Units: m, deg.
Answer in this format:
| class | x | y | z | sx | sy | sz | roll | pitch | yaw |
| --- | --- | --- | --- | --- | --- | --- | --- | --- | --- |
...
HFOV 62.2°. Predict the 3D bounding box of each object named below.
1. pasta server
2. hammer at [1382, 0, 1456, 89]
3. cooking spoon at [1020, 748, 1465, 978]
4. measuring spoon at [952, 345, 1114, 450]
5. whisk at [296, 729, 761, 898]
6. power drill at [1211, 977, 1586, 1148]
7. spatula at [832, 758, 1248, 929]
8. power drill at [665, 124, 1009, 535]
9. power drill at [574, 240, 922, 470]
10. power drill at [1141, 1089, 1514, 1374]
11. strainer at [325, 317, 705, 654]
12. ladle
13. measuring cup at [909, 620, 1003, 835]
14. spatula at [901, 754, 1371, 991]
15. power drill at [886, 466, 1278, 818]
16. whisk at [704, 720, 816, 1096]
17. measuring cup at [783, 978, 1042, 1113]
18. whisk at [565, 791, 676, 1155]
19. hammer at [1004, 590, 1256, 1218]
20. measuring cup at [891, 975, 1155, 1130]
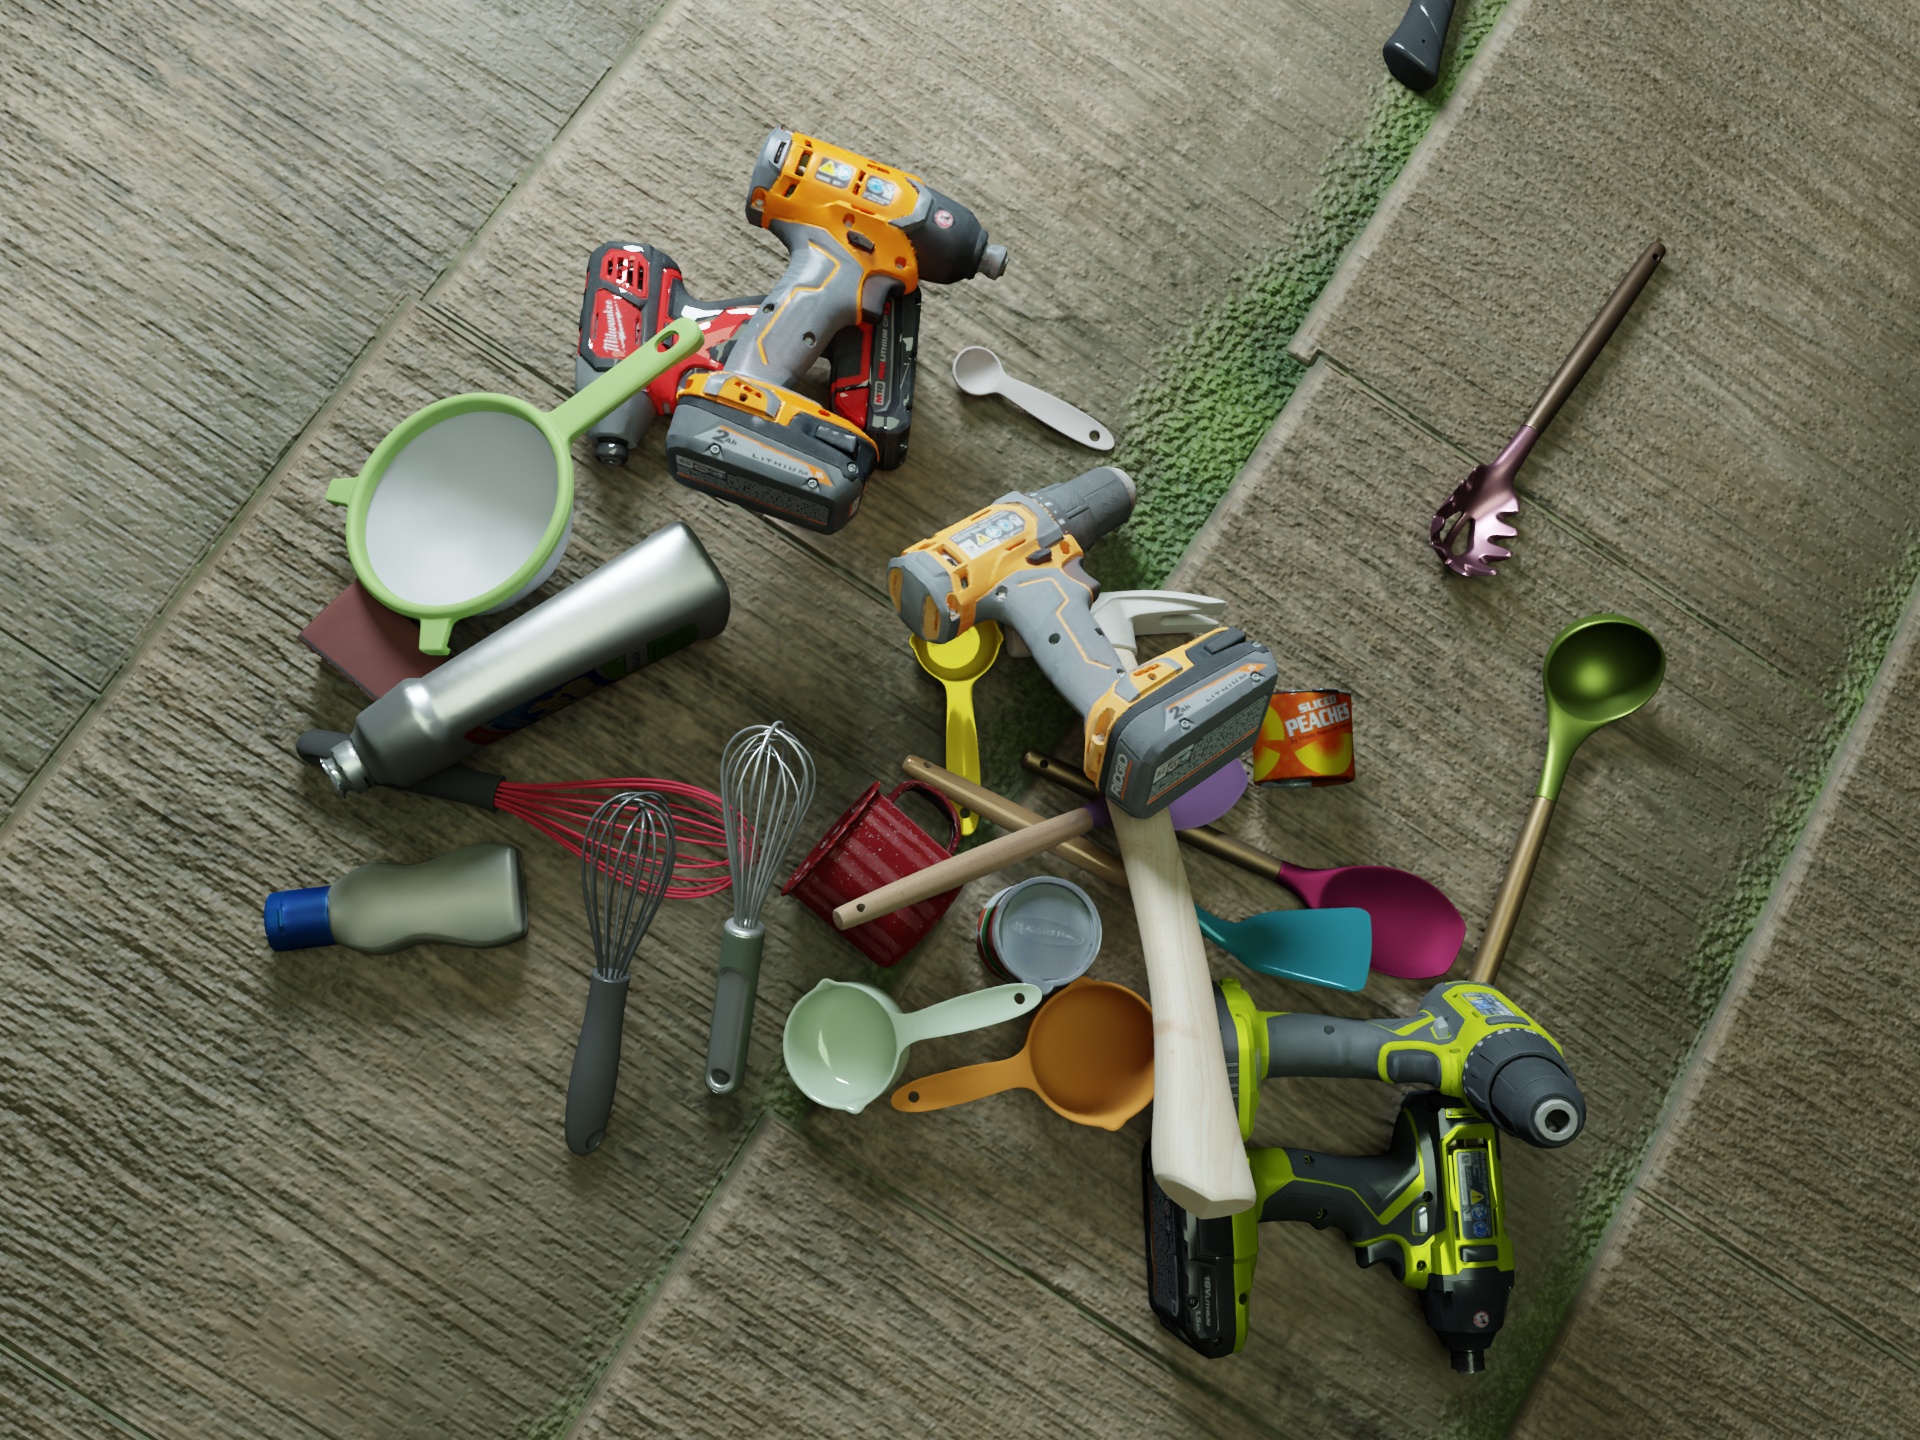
| class | x | y | z | sx | sy | sz | roll | pitch | yaw |
| --- | --- | --- | --- | --- | --- | --- | --- | --- | --- |
| pasta server | 0.422 | -0.225 | 1.125 | 0.060 | 0.040 | 0.316 | 40 | 77 | -12 |
| hammer | 0.391 | -0.657 | 1.196 | 0.149 | 0.036 | 0.409 | 18 | 79 | -5 |
| cooking spoon | 0.186 | 0.088 | 1.052 | 0.319 | 0.017 | 0.069 | 24 | 89 | -3 |
| measuring spoon | 0.049 | -0.216 | 1.090 | 0.124 | 0.018 | 0.034 | 27 | 78 | -9 |
| whisk | -0.266 | 0.051 | 0.981 | 0.296 | 0.073 | 0.073 | 14 | 79 | 0 |
| power drill | 0.242 | 0.206 | 0.948 | 0.228 | 0.190 | 0.080 | 0 | 95 | 3 |
| spatula | 0.059 | 0.071 | 0.986 | 0.316 | 0.018 | 0.060 | -18 | 72 | -31 |
| power drill | -0.073 | -0.234 | 0.962 | 0.164 | 0.084 | 0.226 | 19 | 77 | -4 |
| power drill | -0.140 | -0.228 | 1.036 | 0.219 | 0.078 | 0.143 | 5 | 80 | -4 |
| power drill | 0.233 | 0.323 | 0.991 | 0.223 | 0.080 | 0.171 | 0 | 81 | -10 |
| strainer | -0.256 | -0.155 | 0.989 | 0.256 | 0.069 | 0.152 | -38 | 67 | -2 |
| ladle | 0.388 | 0.077 | 1.062 | 0.078 | 0.062 | 0.320 | 24 | 81 | -4 |
| measuring cup | -0.002 | -0.003 | 1.045 | 0.062 | 0.029 | 0.156 | -3 | 93 | -7 |
| spatula | 0.109 | 0.090 | 1.016 | 0.317 | 0.044 | 0.082 | 27 | 36 | 0 |
| power drill | 0.091 | -0.064 | 0.984 | 0.185 | 0.084 | 0.226 | -31 | 59 | -27 |
| whisk | -0.128 | 0.116 | 0.949 | 0.058 | 0.059 | 0.246 | 13 | 108 | 8 |
| measuring cup | -0.026 | 0.185 | 0.970 | 0.167 | 0.038 | 0.083 | -17 | 81 | 14 |
| whisk | -0.208 | 0.152 | 0.939 | 0.055 | 0.055 | 0.239 | 11 | 105 | -6 |
| hammer | 0.124 | 0.087 | 0.946 | 0.146 | 0.038 | 0.411 | -3 | 55 | -7 |
| measuring cup | 0.042 | 0.217 | 0.997 | 0.173 | 0.052 | 0.095 | -13 | 82 | -2 |
